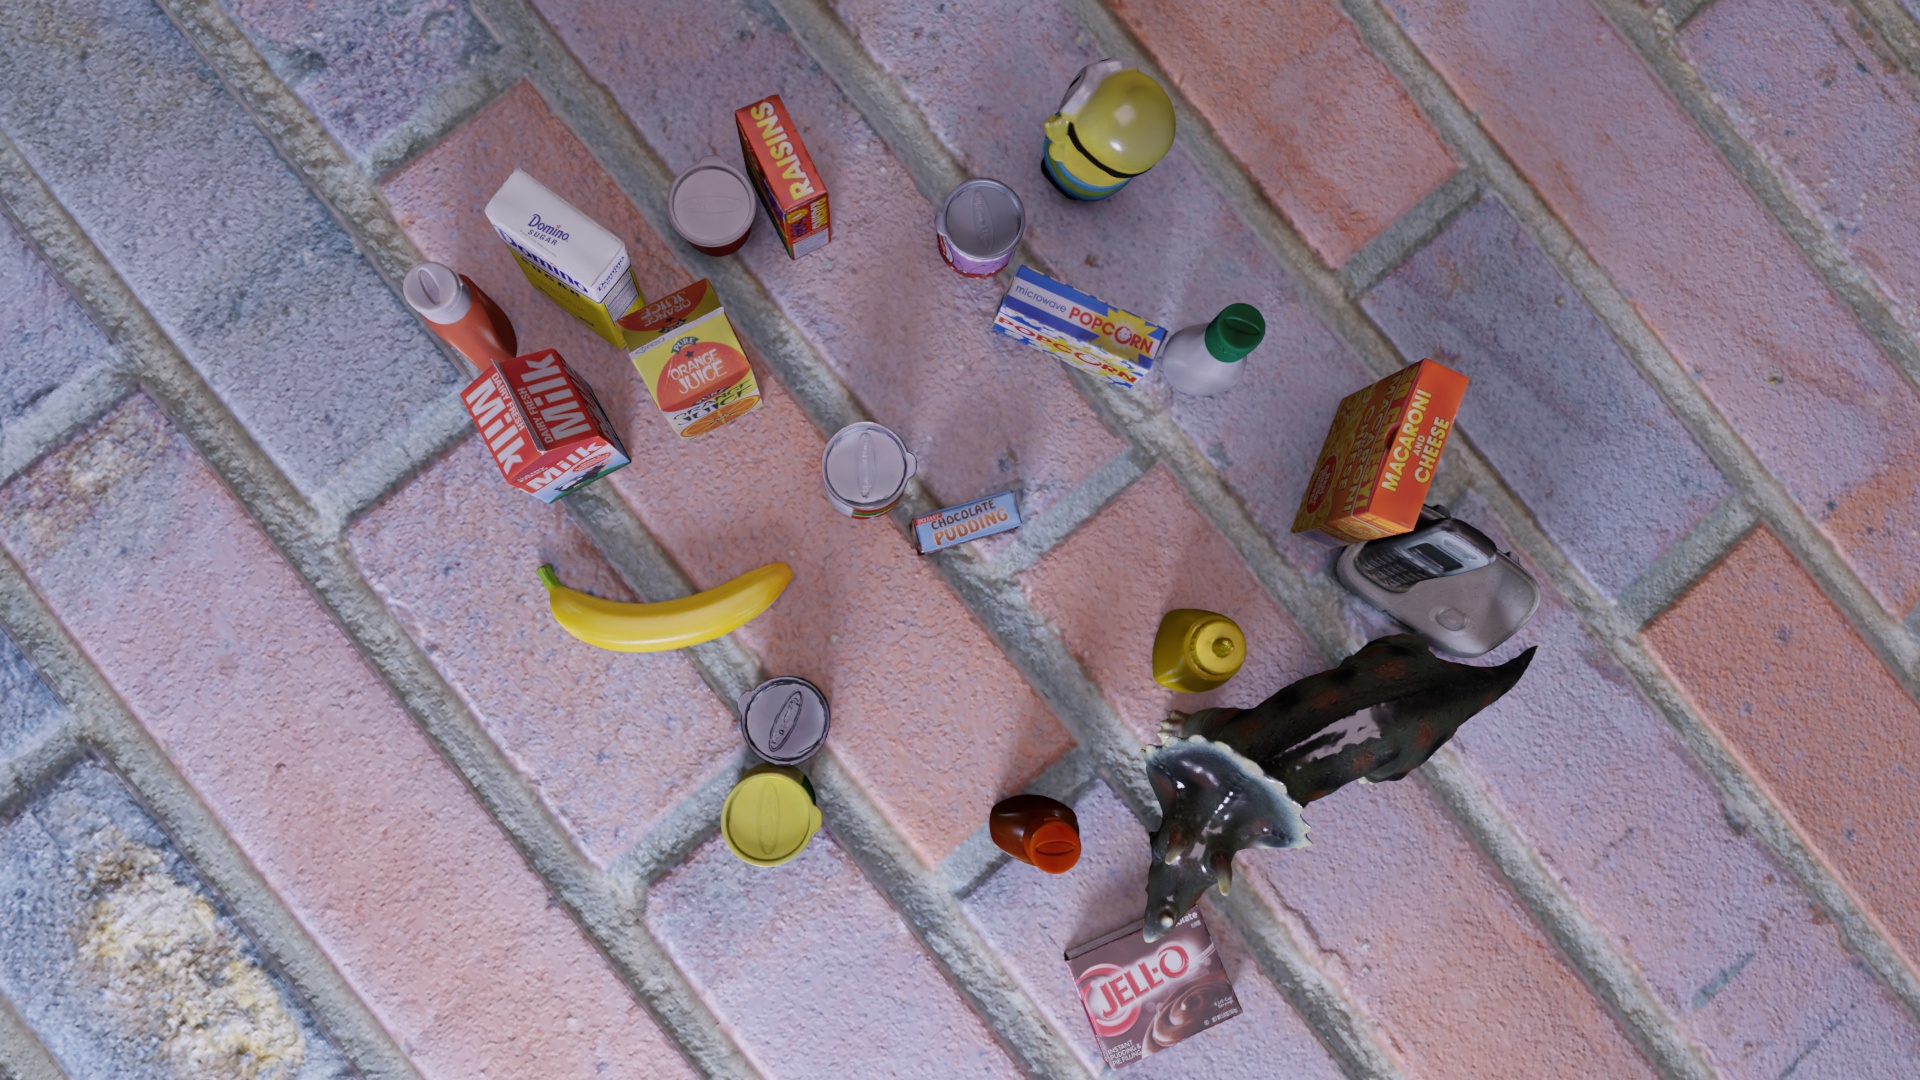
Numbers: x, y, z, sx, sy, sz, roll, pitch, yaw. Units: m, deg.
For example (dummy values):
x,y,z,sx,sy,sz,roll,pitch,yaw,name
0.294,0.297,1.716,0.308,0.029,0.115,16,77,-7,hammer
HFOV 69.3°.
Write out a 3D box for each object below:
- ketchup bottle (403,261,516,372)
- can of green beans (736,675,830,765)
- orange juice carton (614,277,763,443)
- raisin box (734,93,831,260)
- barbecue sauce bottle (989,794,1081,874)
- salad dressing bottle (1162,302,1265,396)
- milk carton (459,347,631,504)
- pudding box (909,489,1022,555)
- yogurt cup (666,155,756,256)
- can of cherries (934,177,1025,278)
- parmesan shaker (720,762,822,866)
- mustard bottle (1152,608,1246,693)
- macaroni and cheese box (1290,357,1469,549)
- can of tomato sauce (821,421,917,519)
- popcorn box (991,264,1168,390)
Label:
x,y,z,sx,sy,sz,roll,pitch,yaw,name
-0.368,-0.168,1.023,0.043,0.148,0.064,-28,88,-6,ketchup bottle
-0.132,0.136,1.059,0.071,0.058,0.071,0,85,-5,can of green beans
-0.196,-0.132,1.012,0.072,0.192,0.073,-27,88,-6,orange juice carton
-0.135,-0.276,1.066,0.040,0.123,0.086,-26,88,-6,raisin box
0.059,0.216,1.022,0.065,0.148,0.043,-2,85,-5,barbecue sauce bottle
0.197,-0.147,1.070,0.064,0.147,0.044,20,84,-3,salad dressing bottle
-0.298,-0.082,0.999,0.073,0.190,0.072,-28,88,-7,milk carton
0.004,-0.014,1.090,0.084,0.049,0.030,-16,86,-6,pudding box
-0.194,-0.257,1.094,0.072,0.054,0.072,0,85,-5,yogurt cup
0.013,-0.248,1.109,0.071,0.058,0.071,0,85,-5,can of cherries
-0.137,0.201,1.030,0.071,0.103,0.071,0,85,-5,parmesan shaker
0.182,0.082,1.040,0.049,0.160,0.065,11,84,-4,mustard bottle
0.316,-0.061,1.062,0.040,0.166,0.124,23,83,-2,macaroni and cheese box
-0.071,-0.053,1.070,0.071,0.083,0.071,0,85,-5,can of tomato sauce
0.091,-0.167,1.094,0.127,0.085,0.038,24,84,-2,popcorn box
